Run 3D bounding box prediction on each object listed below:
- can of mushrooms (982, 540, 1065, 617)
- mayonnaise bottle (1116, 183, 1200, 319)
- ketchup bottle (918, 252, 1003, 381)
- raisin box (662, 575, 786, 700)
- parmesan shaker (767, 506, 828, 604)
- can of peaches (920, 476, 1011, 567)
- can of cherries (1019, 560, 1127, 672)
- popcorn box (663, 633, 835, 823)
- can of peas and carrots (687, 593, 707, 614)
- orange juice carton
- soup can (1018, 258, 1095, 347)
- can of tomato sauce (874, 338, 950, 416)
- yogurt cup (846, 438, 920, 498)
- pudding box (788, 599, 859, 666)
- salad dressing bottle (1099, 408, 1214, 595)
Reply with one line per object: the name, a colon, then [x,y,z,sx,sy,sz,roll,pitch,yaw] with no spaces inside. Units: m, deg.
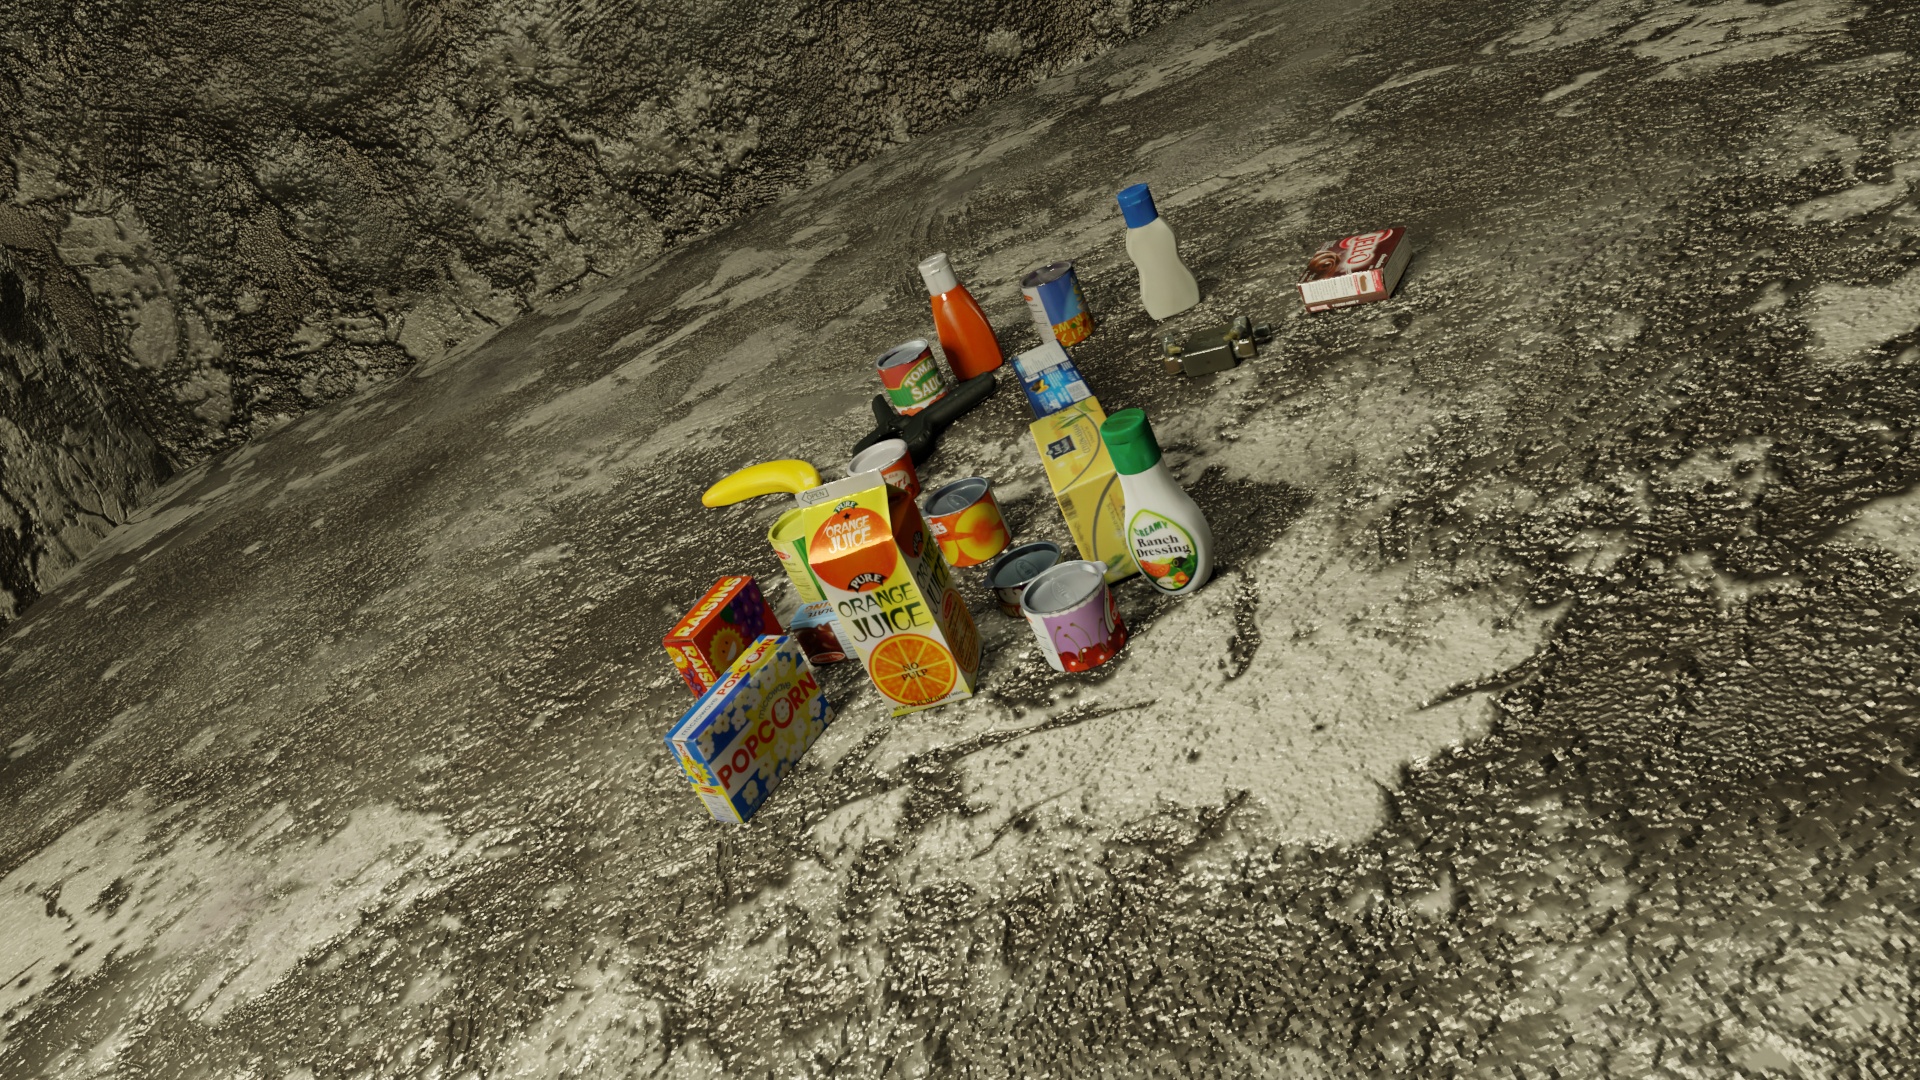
can of mushrooms: [0.056,0.033,1.151,0.071,0.033,0.071,-20,26,10]
mayonnaise bottle: [0.217,-0.324,1.551,0.065,0.147,0.041,-20,26,11]
ketchup bottle: [-0.004,-0.264,1.636,0.064,0.148,0.044,-21,25,10]
raisin box: [-0.176,0.102,1.124,0.040,0.123,0.086,-5,32,38]
parmesan shaker: [-0.121,0.023,1.248,0.071,0.102,0.071,-21,26,11]
can of peaches: [0.005,-0.016,1.261,0.071,0.058,0.071,-21,26,10]
can of cherries: [0.088,0.056,1.048,0.071,0.058,0.072,-21,26,10]
popcorn box: [-0.161,0.144,1.075,0.038,0.085,0.127,-3,33,39]
can of peas and carrots: [-0.209,0.081,1.269,0.071,0.058,0.071,-21,26,10]
orange juice carton: [-0.054,0.034,1.063,0.072,0.192,0.073,-17,26,18]
soup can: [0.117,-0.277,1.626,0.071,0.083,0.072,-21,26,11]
can of tomato sauce: [-0.050,-0.178,1.591,0.071,0.082,0.071,-21,26,11]
yogurt cup: [-0.076,-0.065,1.433,0.072,0.053,0.073,-21,26,10]
pudding box: [-0.099,0.076,1.190,0.083,0.049,0.030,-12,28,26]
salad dressing bottle: [0.147,-0.029,1.053,0.064,0.147,0.044,-8,31,34]
